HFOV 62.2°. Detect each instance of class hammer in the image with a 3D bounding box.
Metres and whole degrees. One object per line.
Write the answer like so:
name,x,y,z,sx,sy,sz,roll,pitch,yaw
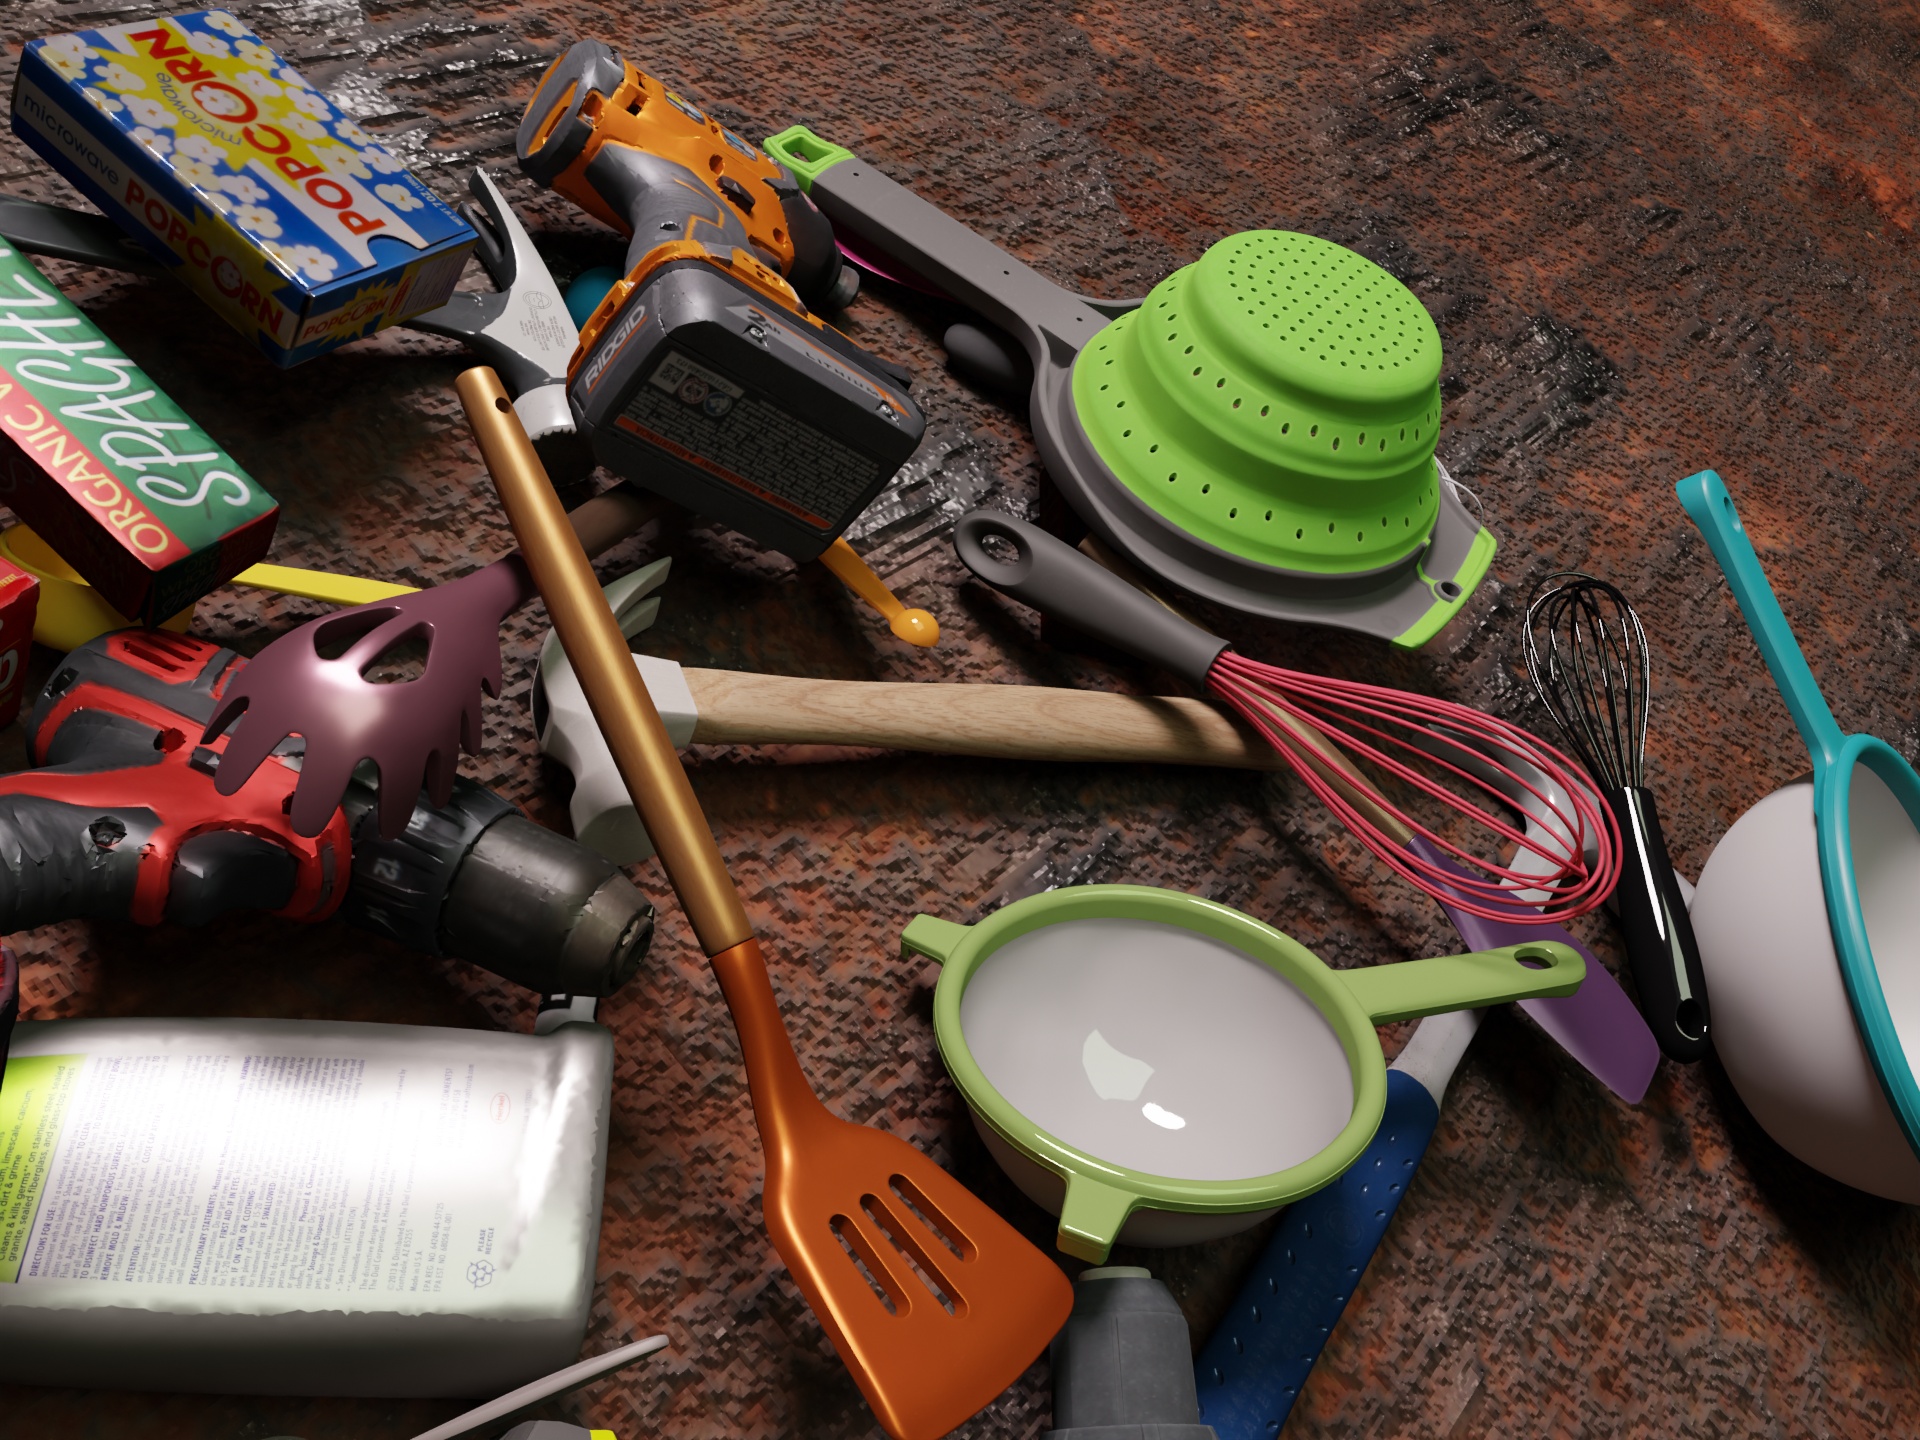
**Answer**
hammer,-0.001,-0.002,0.617,0.331,0.031,0.130,3,41,-32
hammer,-0.323,-0.173,0.534,0.408,0.036,0.149,5,53,-37
hammer,0.176,0.136,0.625,0.144,0.035,0.405,44,49,5

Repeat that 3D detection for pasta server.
pasta server,-0.134,-0.049,0.519,0.060,0.040,0.316,28,23,-2

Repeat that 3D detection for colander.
colander,0.075,-0.192,0.710,0.397,0.094,0.204,36,49,13

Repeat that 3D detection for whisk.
whisk,0.293,0.035,0.707,0.055,0.055,0.239,11,58,-21
whisk,0.126,-0.139,0.780,0.284,0.070,0.070,19,51,-9
whisk,0.116,-0.011,0.624,0.296,0.073,0.073,31,45,21

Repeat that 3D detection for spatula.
spatula,0.166,0.032,0.658,0.316,0.018,0.060,44,44,7
spatula,-0.069,0.039,0.450,0.081,0.041,0.323,-19,81,-51

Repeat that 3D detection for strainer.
strainer,0.358,0.061,0.698,0.211,0.095,0.340,-27,92,-49
strainer,0.110,0.122,0.561,0.256,0.069,0.152,-5,33,-23

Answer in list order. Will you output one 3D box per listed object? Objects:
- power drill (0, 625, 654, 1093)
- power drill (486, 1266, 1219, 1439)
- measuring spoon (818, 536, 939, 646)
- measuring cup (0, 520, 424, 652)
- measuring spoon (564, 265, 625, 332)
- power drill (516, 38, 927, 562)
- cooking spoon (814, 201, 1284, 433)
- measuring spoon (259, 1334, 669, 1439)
power drill,-0.197,0.049,0.389,0.188,0.080,0.227,23,19,8
power drill,-0.022,0.239,0.409,0.228,0.080,0.191,10,59,-23
measuring spoon,-0.043,-0.064,0.636,0.021,0.011,0.117,-1,35,-41
measuring cup,-0.234,-0.036,0.532,0.156,0.029,0.062,7,24,-40
measuring spoon,-0.120,-0.149,0.675,0.042,0.021,0.129,-30,73,-39
power drill,-0.089,-0.170,0.643,0.164,0.084,0.227,24,32,-38
cooking spoon,0.070,-0.186,0.808,0.318,0.017,0.069,25,46,-10
measuring spoon,-0.132,0.172,0.396,0.124,0.034,0.018,-22,69,1
